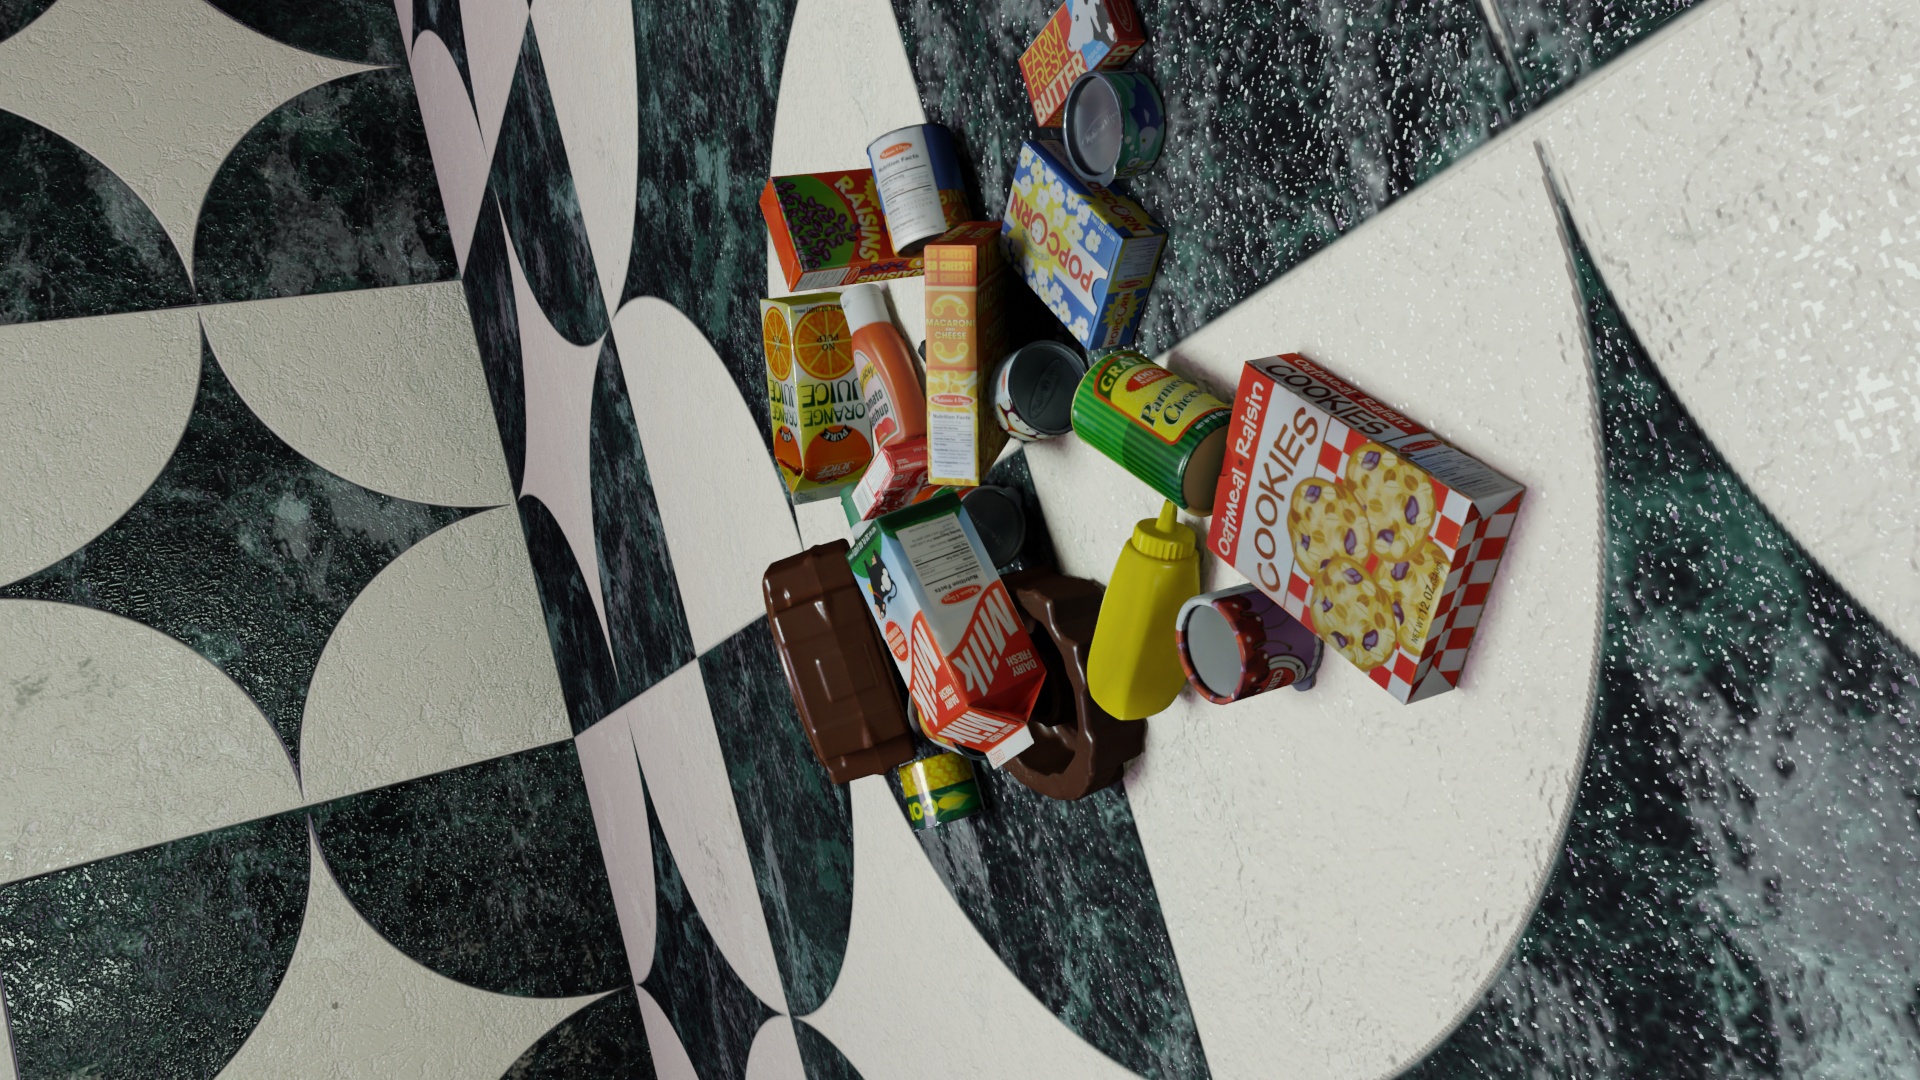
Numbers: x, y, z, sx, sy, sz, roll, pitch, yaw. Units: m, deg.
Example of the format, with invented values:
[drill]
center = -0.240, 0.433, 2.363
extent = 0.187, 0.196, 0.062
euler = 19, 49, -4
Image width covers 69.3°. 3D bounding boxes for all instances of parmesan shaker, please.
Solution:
[parmesan shaker]
center = 0.126, -0.067, 0.842
extent = 0.103, 0.071, 0.071
euler = 40, 135, 44

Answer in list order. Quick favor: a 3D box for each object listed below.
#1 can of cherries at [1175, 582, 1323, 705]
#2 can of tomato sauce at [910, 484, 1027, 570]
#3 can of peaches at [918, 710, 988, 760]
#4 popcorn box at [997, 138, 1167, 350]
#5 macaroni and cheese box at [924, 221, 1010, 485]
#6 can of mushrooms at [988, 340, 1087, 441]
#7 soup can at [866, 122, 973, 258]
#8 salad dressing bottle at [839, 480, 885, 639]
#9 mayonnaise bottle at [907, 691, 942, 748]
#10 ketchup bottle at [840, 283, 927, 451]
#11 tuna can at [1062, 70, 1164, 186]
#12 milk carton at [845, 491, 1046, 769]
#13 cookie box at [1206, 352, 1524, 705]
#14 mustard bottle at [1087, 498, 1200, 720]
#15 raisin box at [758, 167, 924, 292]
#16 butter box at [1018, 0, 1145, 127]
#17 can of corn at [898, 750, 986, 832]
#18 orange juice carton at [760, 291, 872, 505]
[can of cherries]
center = 0.170, 0.061, 0.818
extent = 0.071, 0.058, 0.071
euler = 33, 128, 54
[can of tomato sauce]
center = 0.004, -0.014, 1.094
extent = 0.083, 0.071, 0.071
euler = 7, 107, 62
[can of peaches]
center = 0.007, 0.142, 1.152
extent = 0.058, 0.071, 0.071
euler = 5, 105, 62
[popcorn box]
center = 0.076, -0.196, 0.913
extent = 0.127, 0.038, 0.084
euler = 55, 144, 37
[macaroni and cheese box]
center = 0.006, -0.136, 0.992
extent = 0.124, 0.040, 0.165
euler = -58, -31, -67
[can of mushrooms]
center = 0.056, -0.102, 0.962
extent = 0.033, 0.071, 0.071
euler = -12, 90, 62
[soup can]
center = -0.028, -0.264, 1.057
extent = 0.071, 0.071, 0.084
euler = -20, 84, 62
[salad dressing bottle]
center = -0.072, 0.017, 1.273
extent = 0.064, 0.044, 0.148
euler = 116, 136, -66
[mayonnaise bottle]
center = -0.017, 0.107, 1.206
extent = 0.065, 0.041, 0.147
euler = -129, 37, -49
[ketchup bottle]
center = -0.065, -0.147, 1.194
extent = 0.064, 0.044, 0.149
euler = -38, 66, 60
[tuna can]
center = 0.095, -0.255, 0.860
extent = 0.071, 0.033, 0.070
euler = 33, 129, 54
[milk carton]
center = -0.004, 0.070, 1.003
extent = 0.191, 0.074, 0.072
euler = 63, 149, 13
[cookie box]
center = 0.205, -0.011, 0.742
extent = 0.168, 0.040, 0.122
euler = 45, 138, 46
[mustard bottle]
center = 0.124, 0.037, 0.895
extent = 0.049, 0.065, 0.159
euler = 35, 125, 45
[raisin box]
center = -0.087, -0.250, 1.107
extent = 0.040, 0.124, 0.086
euler = -42, 64, 60
[butter box]
center = 0.075, -0.312, 0.884
extent = 0.103, 0.024, 0.053
euler = -34, 70, 60
[can of corn]
center = -0.019, 0.219, 1.223
extent = 0.071, 0.071, 0.058
euler = -33, 71, 61
[orange juice carton]
center = -0.133, -0.131, 1.296
extent = 0.073, 0.072, 0.192
euler = 22, 120, 58
